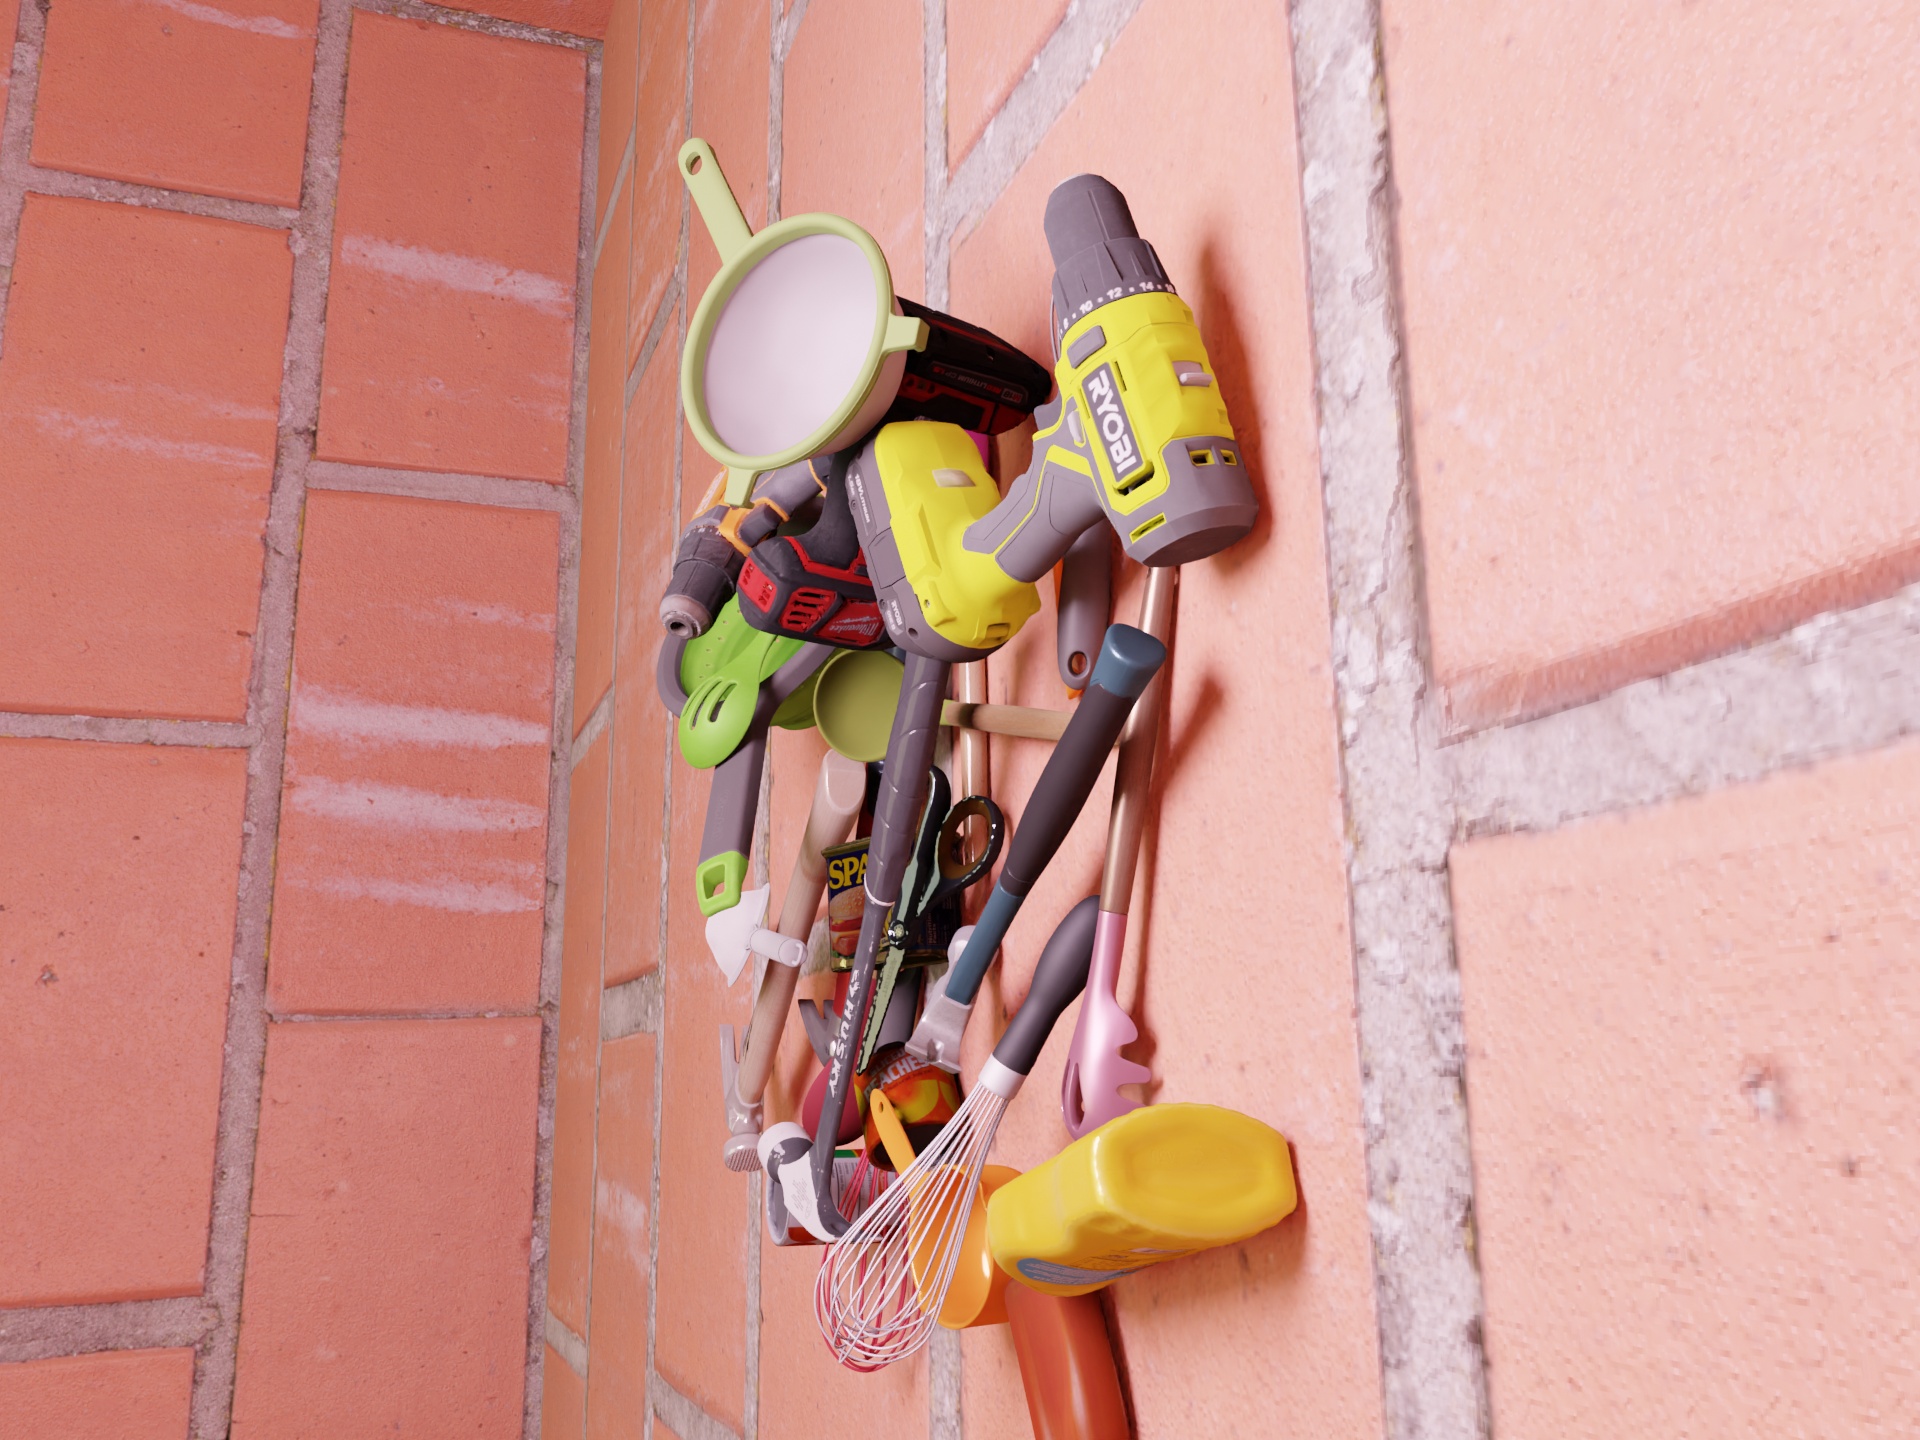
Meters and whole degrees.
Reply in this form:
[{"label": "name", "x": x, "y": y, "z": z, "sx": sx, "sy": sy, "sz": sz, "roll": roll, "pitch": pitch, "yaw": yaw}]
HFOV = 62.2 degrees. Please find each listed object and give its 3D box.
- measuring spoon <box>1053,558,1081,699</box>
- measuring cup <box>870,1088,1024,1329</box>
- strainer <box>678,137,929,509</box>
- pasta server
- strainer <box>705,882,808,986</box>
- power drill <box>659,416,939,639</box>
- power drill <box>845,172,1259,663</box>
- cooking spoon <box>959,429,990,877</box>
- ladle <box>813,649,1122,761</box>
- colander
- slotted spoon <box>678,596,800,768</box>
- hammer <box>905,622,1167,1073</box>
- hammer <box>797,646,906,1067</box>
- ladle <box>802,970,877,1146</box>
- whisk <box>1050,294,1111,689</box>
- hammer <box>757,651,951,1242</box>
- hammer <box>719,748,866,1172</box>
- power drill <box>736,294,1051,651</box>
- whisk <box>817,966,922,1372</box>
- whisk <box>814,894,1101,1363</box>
[{"label": "measuring spoon", "x": 0.062, "y": -0.066, "z": 0.918, "sx": 0.021, "sy": 0.011, "sz": 0.117, "roll": 65, "pitch": -160, "yaw": -63}, {"label": "measuring cup", "x": -0.002, "y": 0.275, "z": 0.930, "sx": 0.174, "sy": 0.052, "sz": 0.095, "roll": 51, "pitch": 125, "yaw": 52}, {"label": "strainer", "x": -0.103, "y": -0.245, "z": 0.929, "sx": 0.151, "sy": 0.069, "sz": 0.257, "roll": -39, "pitch": 58, "yaw": 22}, {"label": "pasta server", "x": 0.088, "y": 0.071, "z": 0.805, "sx": 0.060, "sy": 0.040, "sz": 0.316, "roll": -176, "pitch": 95, "yaw": -69}, {"label": "strainer", "x": -0.152, "y": 0.162, "z": 1.186, "sx": 0.258, "sy": 0.050, "sz": 0.087, "roll": -8, "pitch": 61, "yaw": 70}, {"label": "power drill", "x": -0.123, "y": -0.158, "z": 1.149, "sx": 0.226, "sy": 0.084, "sz": 0.185, "roll": -23, "pitch": 34, "yaw": 40}, {"label": "power drill", "x": 0.037, "y": -0.143, "z": 0.810, "sx": 0.228, "sy": 0.080, "sz": 0.191, "roll": -31, "pitch": 72, "yaw": 49}, {"label": "cooking spoon", "x": 0.007, "y": -0.055, "z": 1.046, "sx": 0.069, "sy": 0.017, "sz": 0.319, "roll": -24, "pitch": 63, "yaw": 57}, {"label": "ladle", "x": -0.002, "y": -0.003, "z": 0.970, "sx": 0.320, "sy": 0.062, "sz": 0.078, "roll": 7, "pitch": 94, "yaw": 61}, {"label": "colander", "x": -0.134, "y": -0.001, "z": 1.194, "sx": 0.204, "sy": 0.094, "sz": 0.398, "roll": -24, "pitch": 41, "yaw": 25}, {"label": "slotted spoon", "x": -0.120, "y": -0.100, "z": 1.175, "sx": 0.070, "sy": 0.031, "sz": 0.314, "roll": 8, "pitch": 58, "yaw": 41}, {"label": "hammer", "x": 0.035, "y": 0.073, "z": 0.842, "sx": 0.128, "sy": 0.033, "sz": 0.330, "roll": -64, "pitch": -2, "yaw": -48}, {"label": "hammer", "x": -0.069, "y": 0.073, "z": 1.193, "sx": 0.143, "sy": 0.038, "sz": 0.386, "roll": -142, "pitch": 58, "yaw": -67}, {"label": "ladle", "x": -0.056, "y": 0.157, "z": 1.134, "sx": 0.031, "sy": 0.069, "sz": 0.315, "roll": 16, "pitch": 95, "yaw": 52}, {"label": "whisk", "x": 0.070, "y": -0.135, "z": 0.863, "sx": 0.055, "sy": 0.055, "sz": 0.239, "roll": -157, "pitch": 69, "yaw": -68}, {"label": "hammer", "x": -0.052, "y": 0.121, "z": 0.965, "sx": 0.149, "sy": 0.036, "sz": 0.409, "roll": 32, "pitch": 112, "yaw": 63}, {"label": "hammer", "x": -0.138, "y": 0.178, "z": 1.261, "sx": 0.146, "sy": 0.038, "sz": 0.410, "roll": -104, "pitch": 27, "yaw": -48}, {"label": "power drill", "x": -0.040, "y": -0.144, "z": 1.002, "sx": 0.079, "sy": 0.143, "sz": 0.219, "roll": 46, "pitch": 117, "yaw": 45}, {"label": "whisk", "x": -0.052, "y": 0.287, "z": 1.084, "sx": 0.073, "sy": 0.073, "sz": 0.296, "roll": 155, "pitch": 122, "yaw": -66}, {"label": "whisk", "x": 0.007, "y": 0.217, "z": 0.846, "sx": 0.284, "sy": 0.070, "sz": 0.070, "roll": -60, "pitch": 24, "yaw": 2}]
